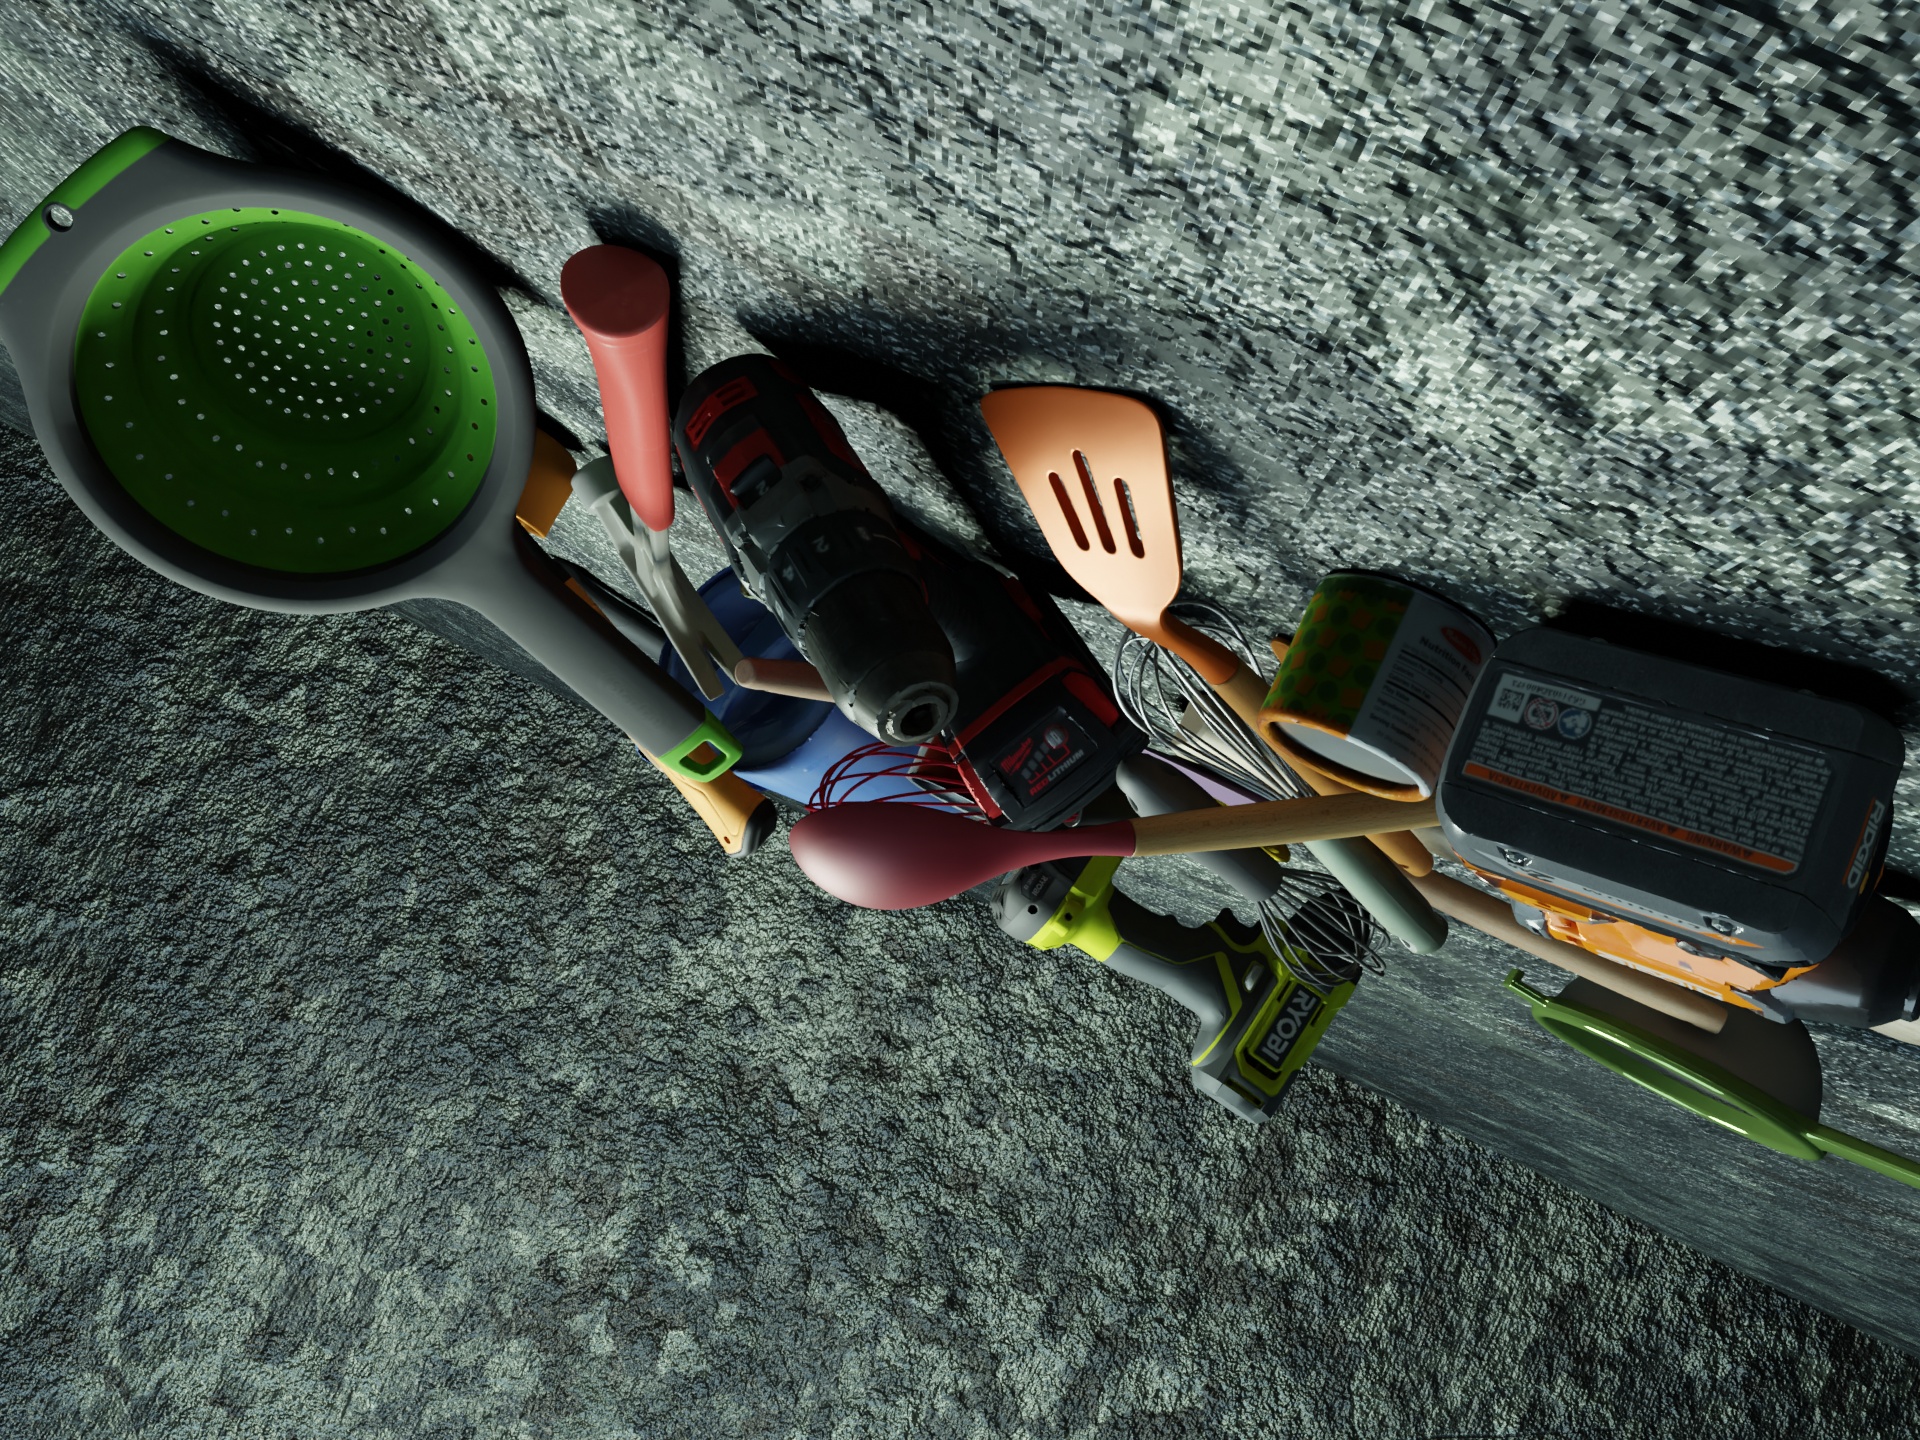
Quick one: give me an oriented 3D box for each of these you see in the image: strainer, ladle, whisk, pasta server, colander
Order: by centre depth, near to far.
[{"bbox_3d":[0.091,0.044,0.630,0.315,0.031,0.069,-5,148,-13],"label":"ladle"},{"bbox_3d":[0.149,0.033,0.703,0.246,0.059,0.058,43,-175,-29],"label":"whisk"},{"bbox_3d":[0.138,0.070,0.741,0.055,0.055,0.238,17,165,45],"label":"whisk"},{"bbox_3d":[-0.248,-0.109,0.761,0.396,0.204,0.095,45,-166,-34],"label":"colander"},{"bbox_3d":[0.406,0.169,0.772,0.151,0.069,0.256,33,172,-35],"label":"strainer"},{"bbox_3d":[-0.001,-0.003,0.813,0.060,0.040,0.316,6,180,36],"label":"pasta server"},{"bbox_3d":[0.047,0.049,0.903,0.295,0.073,0.073,2,-175,-32],"label":"whisk"}]

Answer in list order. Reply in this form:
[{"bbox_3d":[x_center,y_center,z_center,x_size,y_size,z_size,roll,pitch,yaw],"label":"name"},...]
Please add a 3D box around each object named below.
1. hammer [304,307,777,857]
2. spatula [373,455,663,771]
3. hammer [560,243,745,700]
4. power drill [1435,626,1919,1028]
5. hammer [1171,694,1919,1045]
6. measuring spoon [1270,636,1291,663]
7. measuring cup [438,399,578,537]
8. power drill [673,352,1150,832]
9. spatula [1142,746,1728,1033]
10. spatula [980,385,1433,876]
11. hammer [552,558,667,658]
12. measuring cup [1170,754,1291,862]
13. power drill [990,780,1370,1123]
[{"bbox_3d":[-0.217,-0.058,0.858,0.127,0.034,0.336,-22,110,47],"label":"hammer"},{"bbox_3d":[-0.269,-0.082,0.966,0.318,0.082,0.044,49,137,17],"label":"spatula"},{"bbox_3d":[-0.143,-0.110,0.737,0.149,0.037,0.359,57,167,4],"label":"hammer"},{"bbox_3d":[0.262,0.052,0.544,0.164,0.084,0.226,20,173,33],"label":"power drill"},{"bbox_3d":[0.291,0.079,0.733,0.411,0.038,0.146,23,171,23],"label":"hammer"},{"bbox_3d":[0.168,-0.007,0.684,0.116,0.011,0.021,38,166,-35],"label":"measuring spoon"},{"bbox_3d":[-0.296,-0.167,0.935,0.174,0.052,0.095,30,175,30],"label":"measuring cup"},{"bbox_3d":[-0.011,-0.030,0.633,0.226,0.080,0.188,39,-165,-50],"label":"power drill"},{"bbox_3d":[0.222,0.077,0.792,0.316,0.018,0.059,26,180,16],"label":"spatula"},{"bbox_3d":[0.118,-0.017,0.618,0.081,0.041,0.322,14,162,47],"label":"spatula"},{"bbox_3d":[-0.228,-0.039,1.482,0.149,0.036,0.408,18,167,47],"label":"hammer"},{"bbox_3d":[0.146,0.057,0.859,0.062,0.029,0.157,19,-167,-11],"label":"measuring cup"},{"bbox_3d":[0.148,0.126,1.023,0.223,0.171,0.080,35,170,-2],"label":"power drill"}]
